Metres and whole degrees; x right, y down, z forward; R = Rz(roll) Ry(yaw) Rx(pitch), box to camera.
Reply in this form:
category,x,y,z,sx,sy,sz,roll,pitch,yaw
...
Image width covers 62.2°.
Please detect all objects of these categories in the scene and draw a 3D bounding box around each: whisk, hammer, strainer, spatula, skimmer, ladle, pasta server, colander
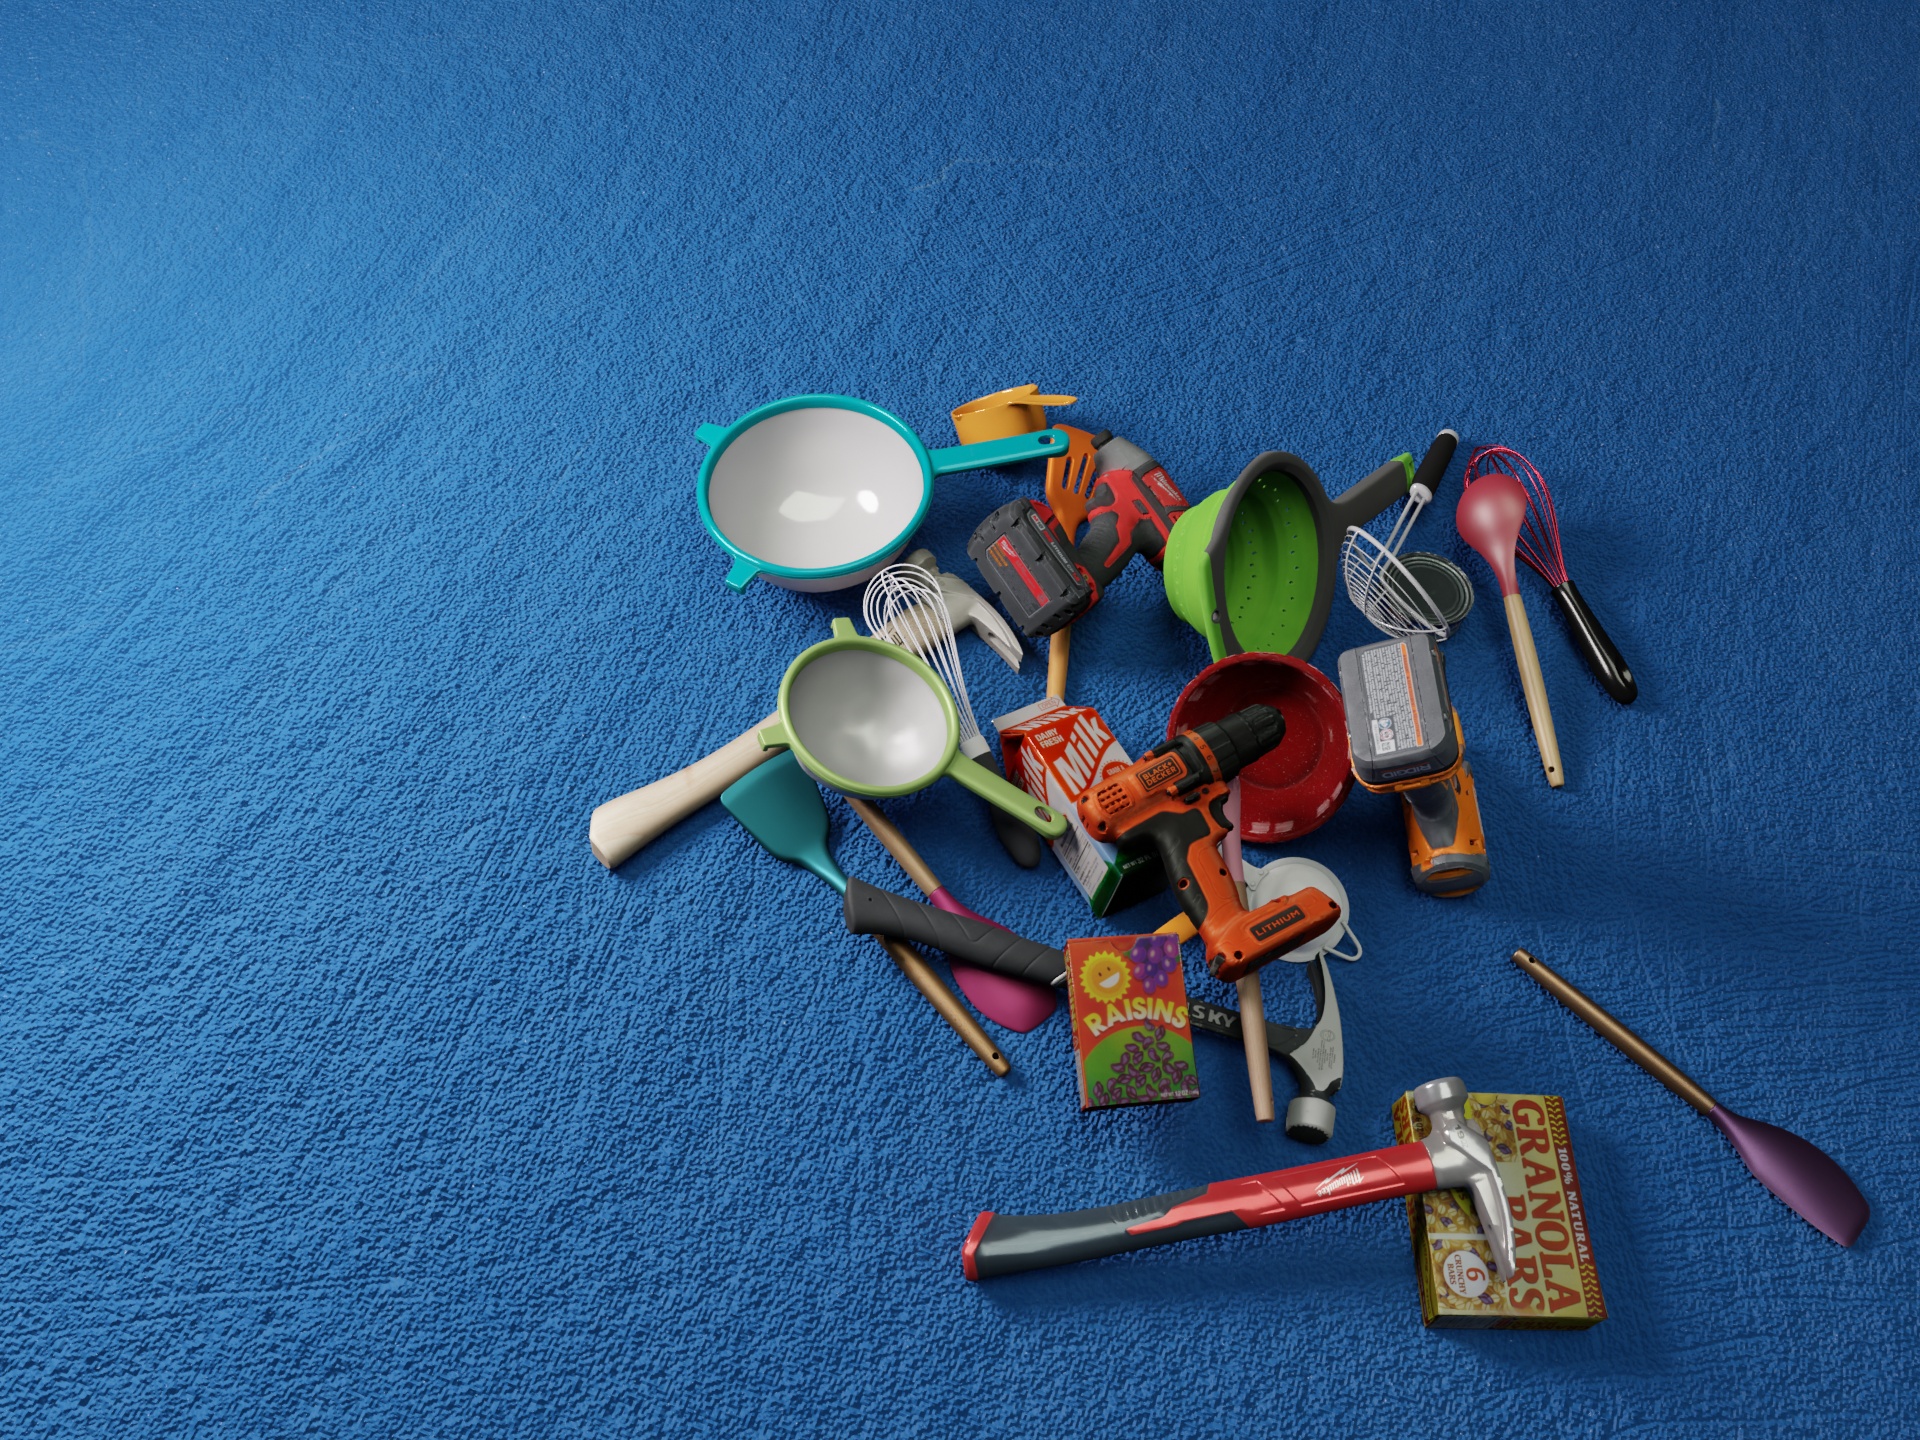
category,x,y,z,sx,sy,sz,roll,pitch,yaw
whisk,0.560,-0.142,1.507,0.073,0.073,0.296,-15,66,-14
hammer,-0.133,0.004,1.360,0.410,0.038,0.146,-36,68,-24
strainer,-0.067,-0.203,1.457,0.340,0.095,0.211,-12,59,-8
strainer,0.221,0.115,1.316,0.258,0.050,0.087,35,80,20
hammer,0.194,0.361,1.130,0.386,0.038,0.143,-11,61,-4
spatula,0.101,-0.131,1.465,0.081,0.041,0.323,20,56,-20
whisk,-0.003,-0.004,1.338,0.070,0.070,0.285,-23,79,-19
spatula,0.569,0.286,1.251,0.316,0.018,0.060,40,61,18
strainer,-0.035,0.036,1.290,0.256,0.069,0.152,30,52,-2
skimmer,0.433,-0.193,1.466,0.127,0.090,0.363,47,45,-10
ladle,0.509,-0.089,1.454,0.031,0.069,0.316,17,60,-46
spatula,-0.067,0.157,1.262,0.082,0.044,0.318,-33,67,-25
pasta server,0.211,0.155,1.242,0.040,0.060,0.316,-21,58,32
colander,0.299,-0.172,1.478,0.094,0.204,0.397,7,30,41
hammer,0.103,0.197,1.238,0.409,0.036,0.149,18,56,1

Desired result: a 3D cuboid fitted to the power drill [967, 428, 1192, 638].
category,x,y,z,sx,sy,sz,roll,pitch,yaw
power drill,0.117,-0.176,1.438,0.219,0.078,0.143,-33,88,-38

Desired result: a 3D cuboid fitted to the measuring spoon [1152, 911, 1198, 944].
category,x,y,z,sx,sy,sz,roll,pitch,yaw
measuring spoon,0.159,0.170,1.240,0.117,0.011,0.021,-28,66,-26

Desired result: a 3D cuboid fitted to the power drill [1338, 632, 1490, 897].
category,x,y,z,sx,sy,sz,roll,pitch,yaw
power drill,0.371,0.025,1.290,0.084,0.226,0.164,-14,53,21

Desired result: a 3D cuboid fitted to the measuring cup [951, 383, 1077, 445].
category,x,y,z,sx,sy,sz,roll,pitch,yaw
measuring cup,0.062,-0.279,1.499,0.095,0.052,0.174,-27,23,-26

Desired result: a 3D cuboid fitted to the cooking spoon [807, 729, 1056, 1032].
category,x,y,z,sx,sy,sz,roll,pitch,yaw
cooking spoon,-0.036,0.119,1.287,0.069,0.017,0.319,-34,73,-24
